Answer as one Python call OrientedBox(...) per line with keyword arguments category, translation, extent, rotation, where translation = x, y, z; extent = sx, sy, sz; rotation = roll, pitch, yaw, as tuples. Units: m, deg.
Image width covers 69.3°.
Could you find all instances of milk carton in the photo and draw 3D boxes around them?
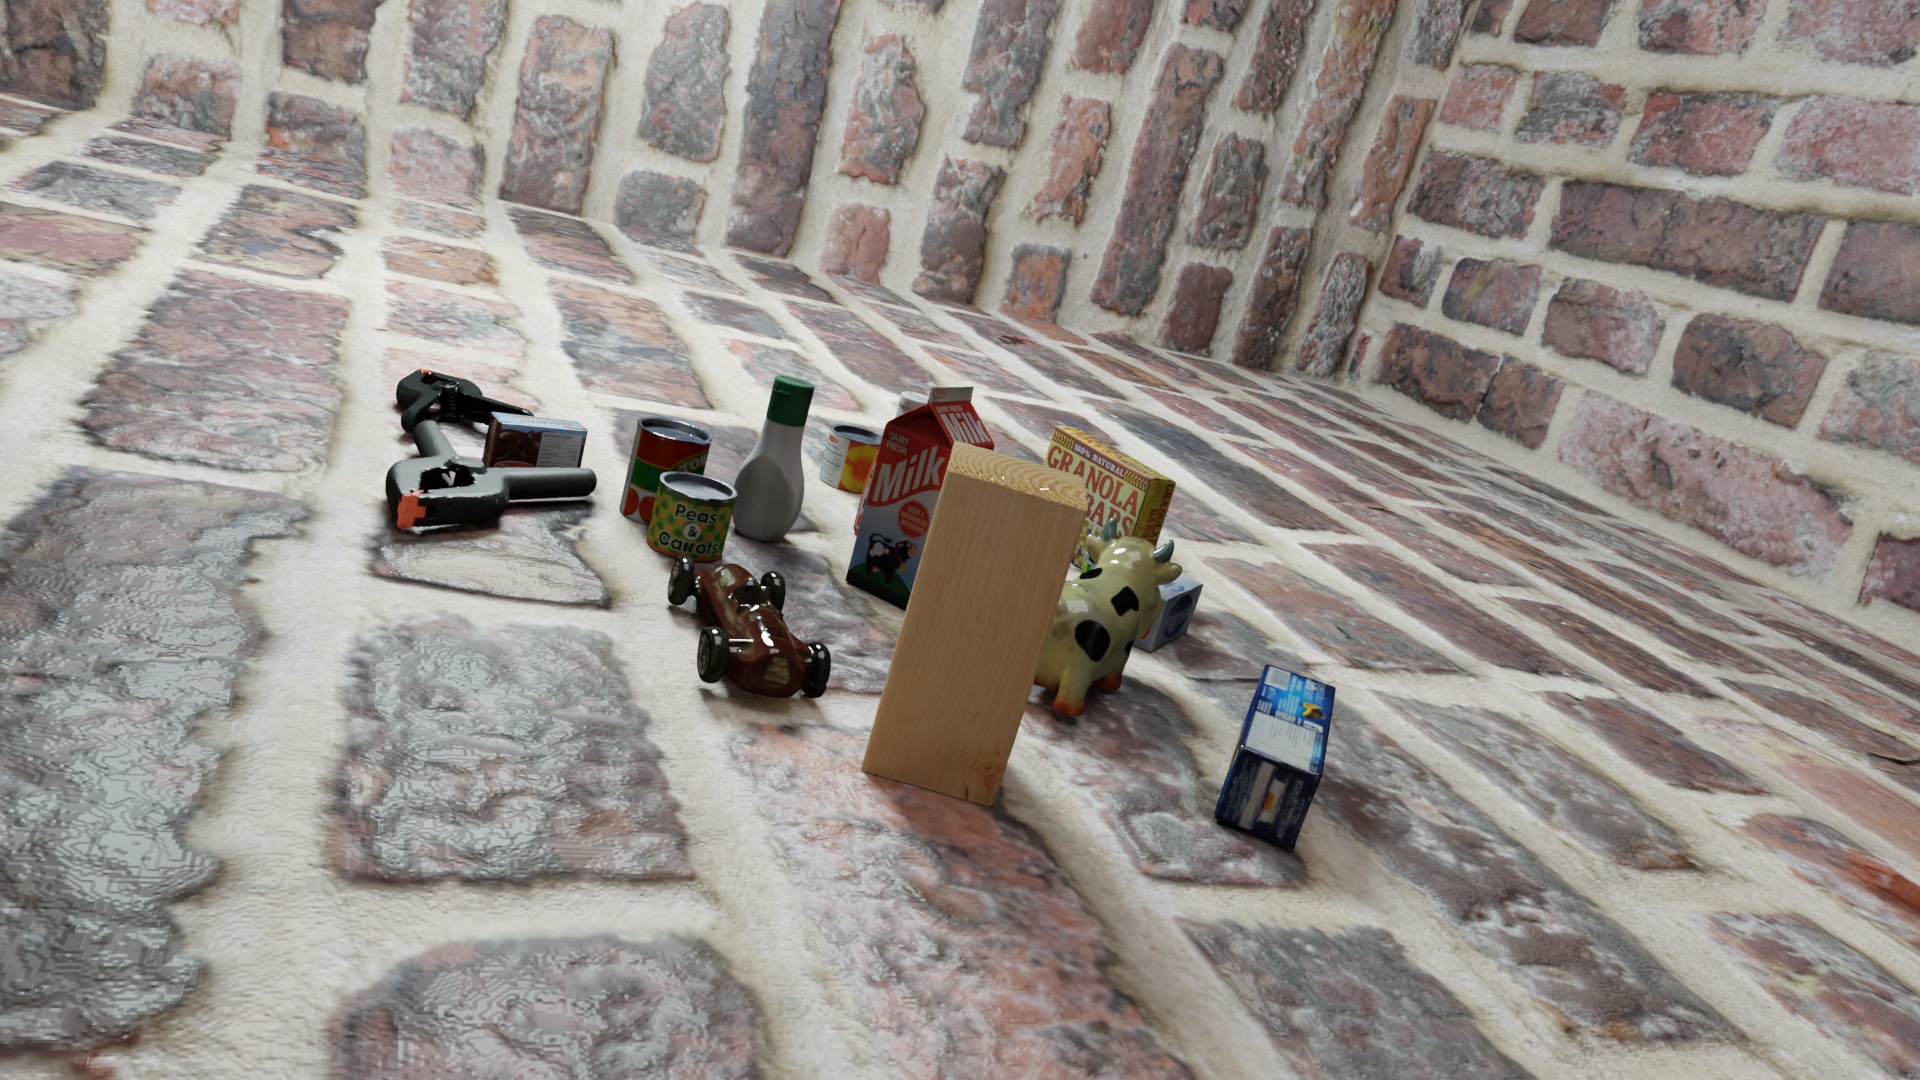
OrientedBox(category="milk carton", translation=(-0.030, -0.042, 1.199), extent=(0.073, 0.190, 0.072), rotation=(24, 18, 26))

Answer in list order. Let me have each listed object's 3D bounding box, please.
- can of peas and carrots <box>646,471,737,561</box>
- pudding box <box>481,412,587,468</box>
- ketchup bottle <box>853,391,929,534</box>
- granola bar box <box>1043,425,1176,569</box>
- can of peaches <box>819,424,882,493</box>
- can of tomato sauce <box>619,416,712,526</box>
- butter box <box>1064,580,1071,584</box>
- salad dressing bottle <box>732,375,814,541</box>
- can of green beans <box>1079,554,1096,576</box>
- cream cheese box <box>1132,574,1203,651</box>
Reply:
OrientedBox(category="can of peas and carrots", translation=(-0.227, -0.019, 1.172), extent=(0.071, 0.058, 0.071), rotation=(15, 16, -4))
OrientedBox(category="pudding box", translation=(-0.385, -0.086, 1.257), extent=(0.084, 0.049, 0.030), rotation=(3, 21, -39))
OrientedBox(category="ketchup bottle", translation=(-0.057, -0.067, 1.328), extent=(0.065, 0.148, 0.043), rotation=(28, 20, 37))
OrientedBox(category="granola bar box", translation=(0.142, -0.035, 1.456), extent=(0.039, 0.123, 0.166), rotation=(4, 20, -37))
OrientedBox(category="can of peaches", translation=(-0.113, -0.088, 1.506), extent=(0.071, 0.058, 0.071), rotation=(15, 16, -4))
OrientedBox(category="can of tomato sauce", translation=(-0.259, -0.059, 1.229), extent=(0.071, 0.082, 0.071), rotation=(15, 16, -4))
OrientedBox(category="butter box", translation=(0.046, 0.053, 1.202), extent=(0.103, 0.053, 0.024), rotation=(12, 16, -13))
OrientedBox(category="salad dressing bottle", translation=(-0.165, -0.074, 1.251), extent=(0.064, 0.147, 0.044), rotation=(20, 16, 12))
OrientedBox(category="can of green beans", translation=(0.139, 0.051, 1.290), extent=(0.071, 0.057, 0.071), rotation=(15, 16, -4))
OrientedBox(category="cream cheese box", translation=(0.192, 0.067, 1.293), extent=(0.024, 0.053, 0.104), rotation=(23, 18, 24))
